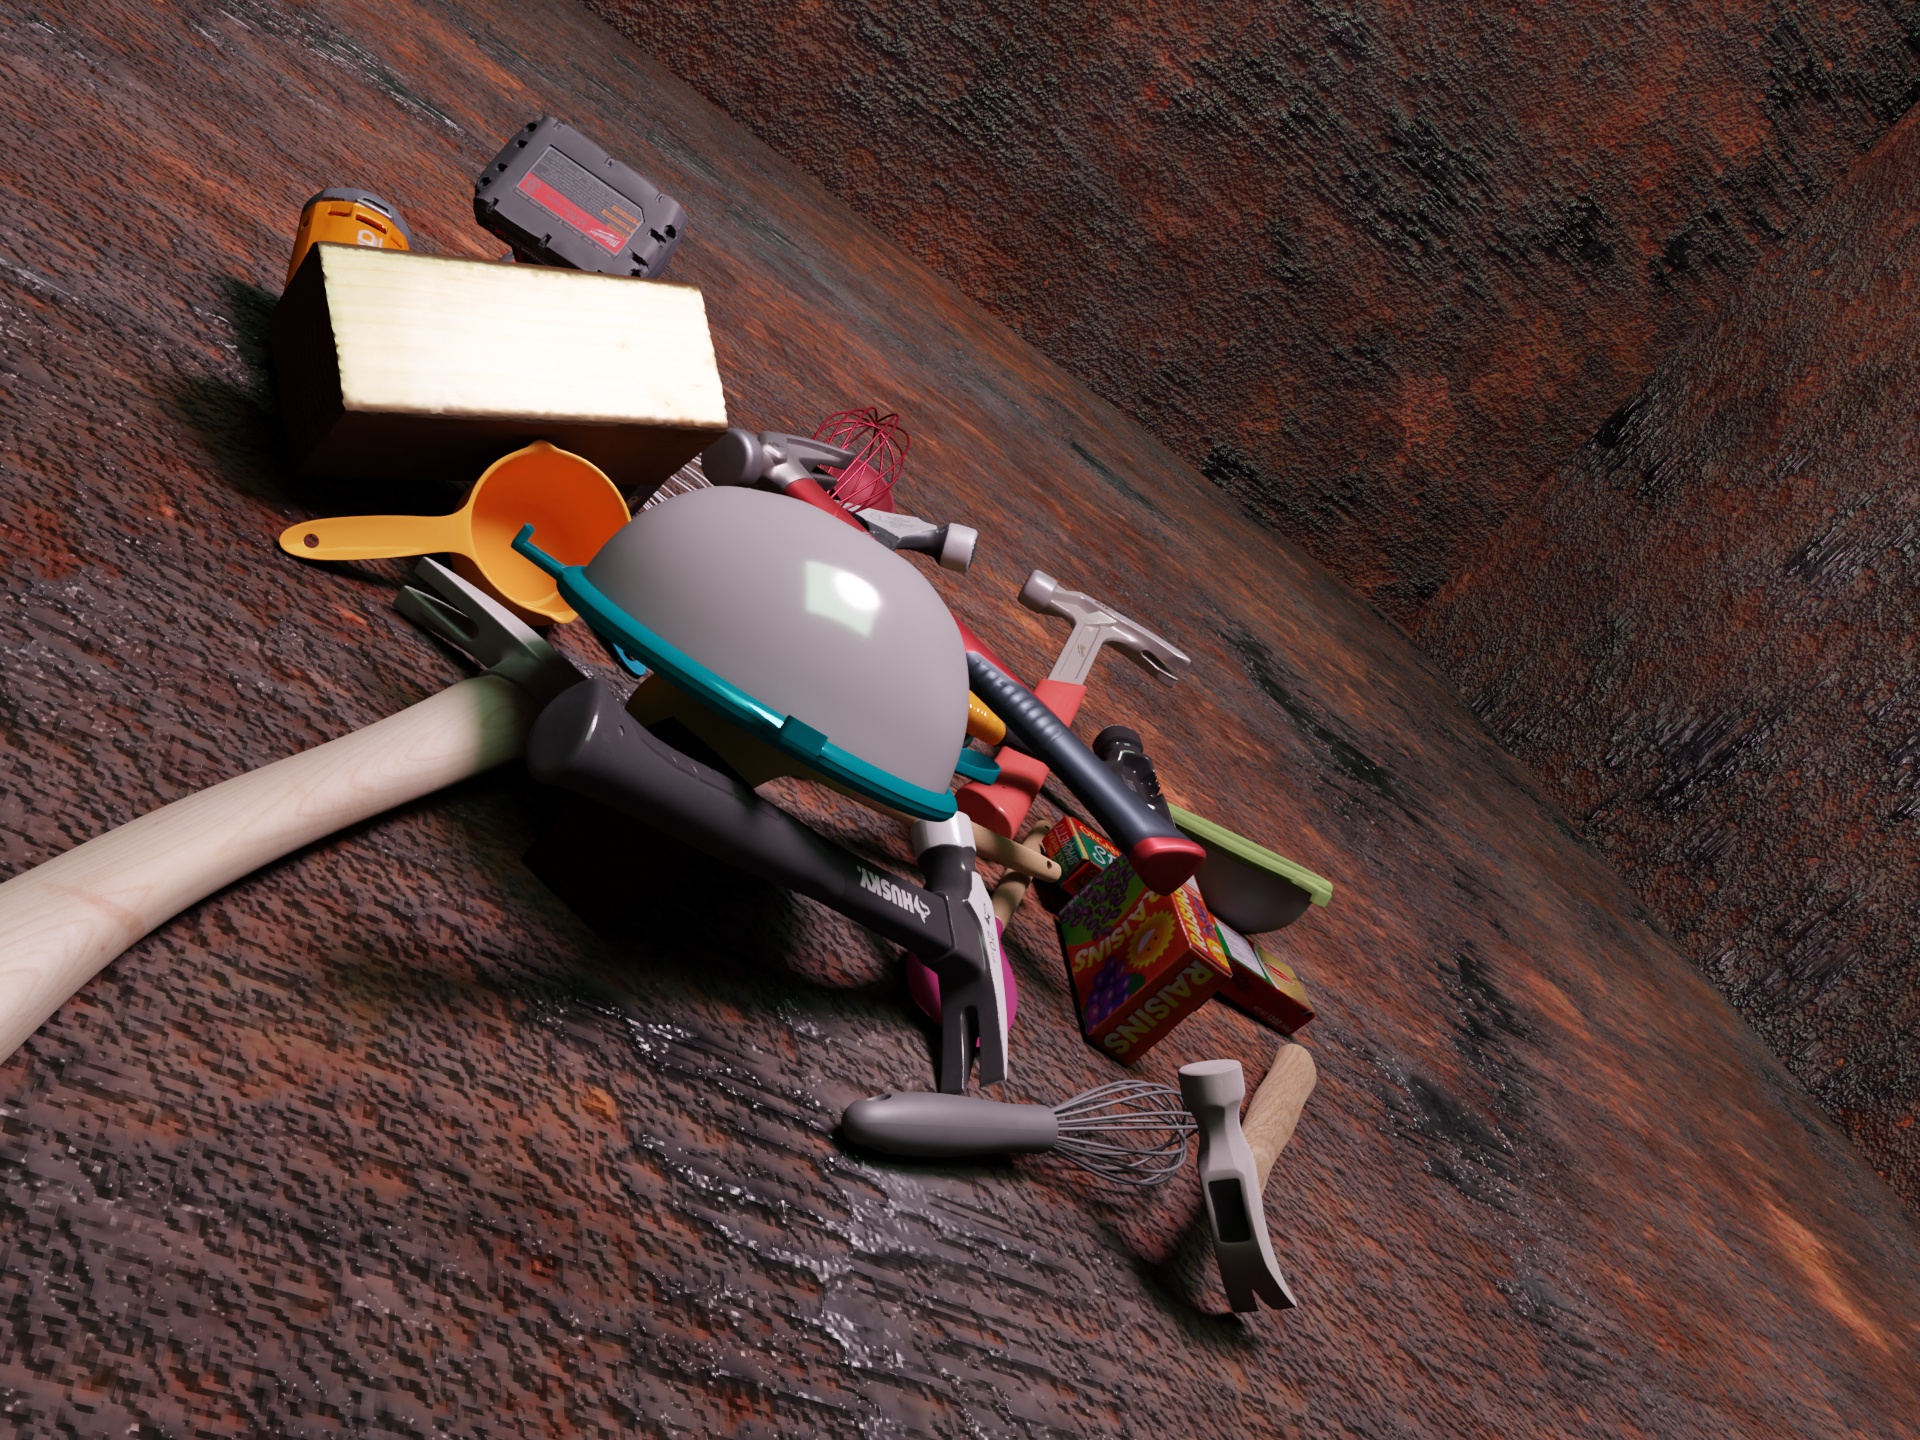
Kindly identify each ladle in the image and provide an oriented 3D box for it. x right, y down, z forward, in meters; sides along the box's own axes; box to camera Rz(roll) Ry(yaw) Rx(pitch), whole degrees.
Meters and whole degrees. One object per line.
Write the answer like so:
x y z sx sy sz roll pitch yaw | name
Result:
-0.053 0.047 0.890 0.319 0.062 0.078 27 51 -44 | ladle
-0.080 -0.140 1.294 0.069 0.031 0.316 31 23 -20 | ladle

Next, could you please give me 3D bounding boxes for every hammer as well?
-0.080 -0.072 1.087 0.149 0.036 0.409 15 26 -1 | hammer
0.172 0.230 0.891 0.331 0.031 0.130 4 76 -73 | hammer
0.074 -0.003 1.157 0.149 0.036 0.359 31 30 0 | hammer
-0.251 0.025 0.583 0.146 0.038 0.411 40 19 1 | hammer
-0.065 0.065 0.676 0.334 0.035 0.146 38 36 -56 | hammer
0.006 -0.044 0.970 0.386 0.038 0.143 45 22 17 | hammer
-0.002 -0.003 0.982 0.336 0.034 0.127 26 30 -29 | hammer

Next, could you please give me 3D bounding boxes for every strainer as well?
0.141 0.095 1.165 0.256 0.069 0.151 24 2 6 | strainer
-0.042 -0.034 0.787 0.211 0.095 0.340 34 5 29 | strainer

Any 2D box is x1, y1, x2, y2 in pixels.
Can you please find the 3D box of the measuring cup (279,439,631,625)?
-0.255 -0.089 0.804 0.173 0.052 0.095 -7 86 -33 | measuring cup

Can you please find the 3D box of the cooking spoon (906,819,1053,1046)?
0.023 0.114 0.944 0.069 0.017 0.319 41 19 0 | cooking spoon

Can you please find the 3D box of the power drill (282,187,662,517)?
-0.281 -0.194 0.924 0.226 0.084 0.164 23 46 -35 | power drill

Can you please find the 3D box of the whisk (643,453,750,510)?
-0.259 -0.211 1.069 0.284 0.070 0.070 35 19 -5 | whisk

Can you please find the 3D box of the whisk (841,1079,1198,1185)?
0.035 0.193 0.756 0.238 0.055 0.055 16 31 -43 | whisk

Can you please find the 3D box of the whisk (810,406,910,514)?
-0.105 -0.146 1.119 0.073 0.073 0.296 39 39 -8 | whisk

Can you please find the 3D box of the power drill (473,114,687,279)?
-0.239 -0.279 1.071 0.188 0.080 0.226 34 -18 -6 | power drill

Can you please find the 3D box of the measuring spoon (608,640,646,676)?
-0.213 -0.071 0.909 0.042 0.021 0.129 1 53 -52 | measuring spoon
